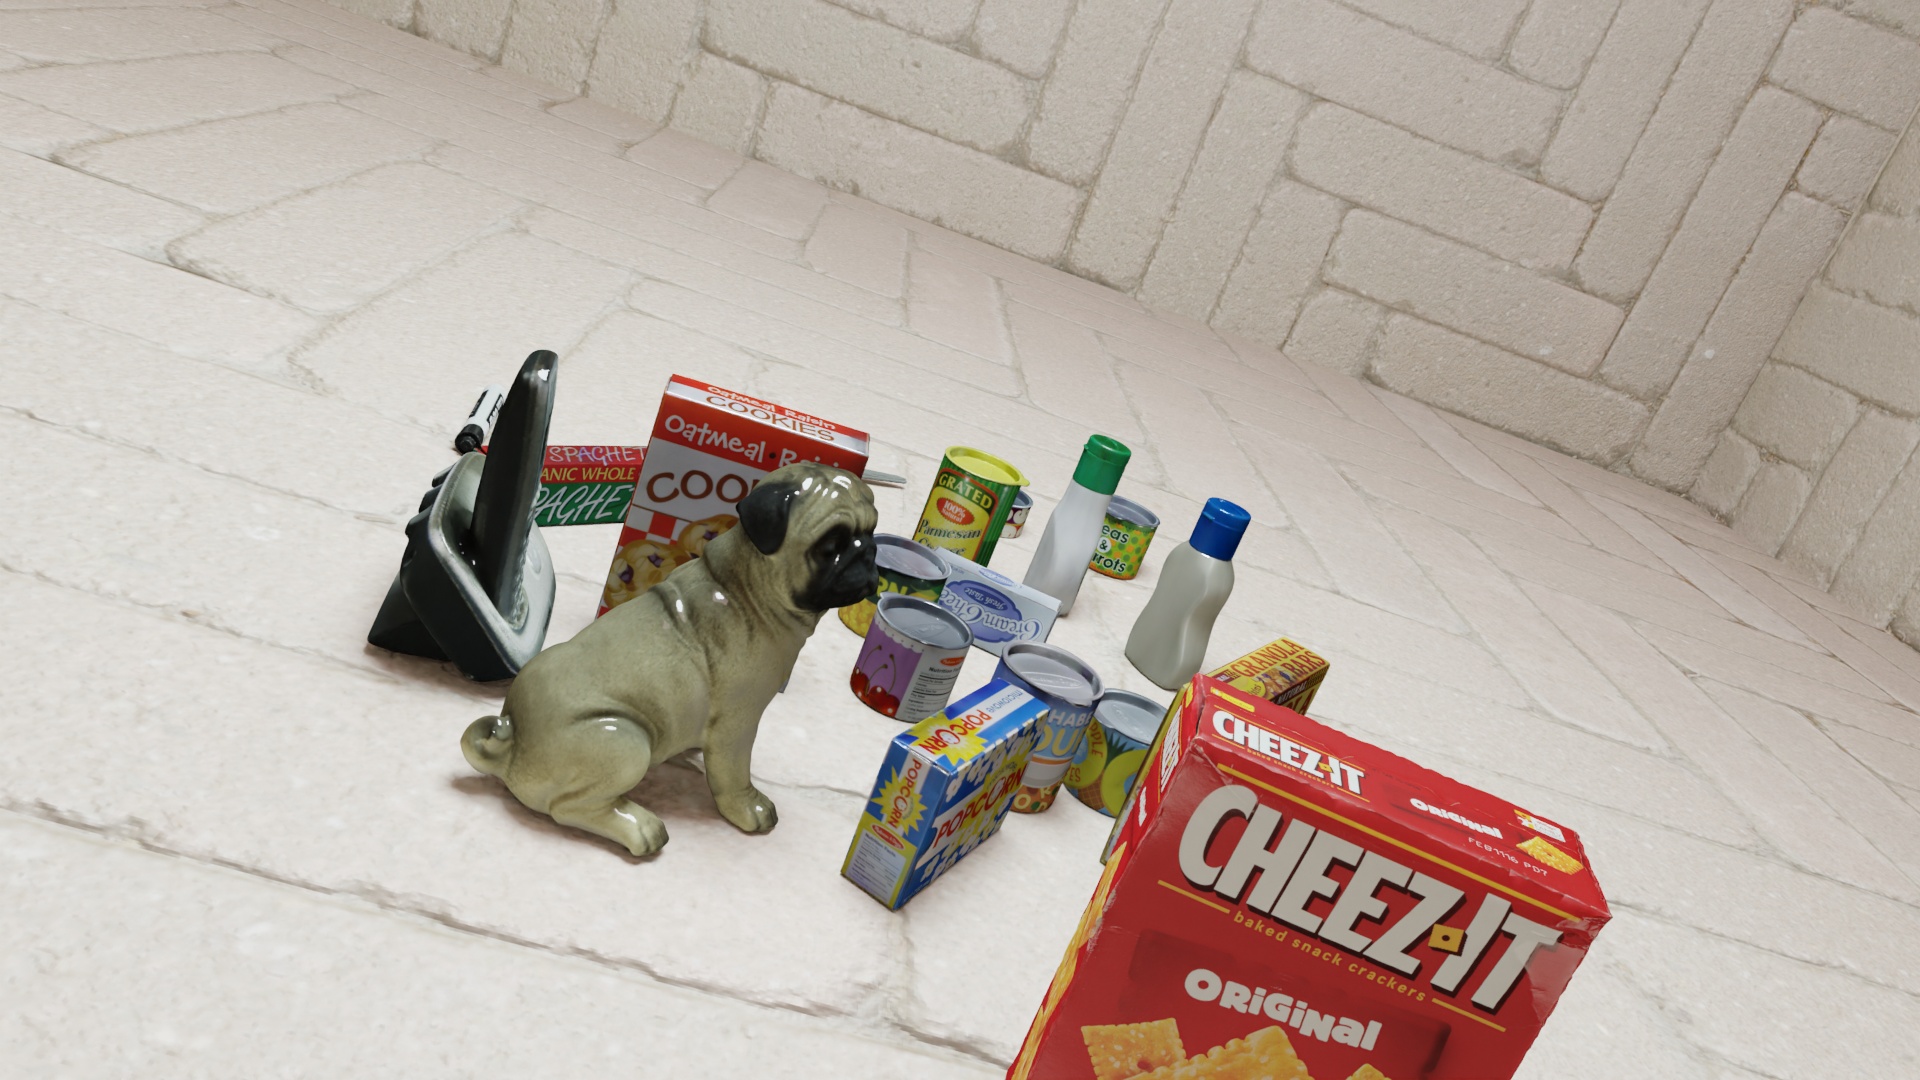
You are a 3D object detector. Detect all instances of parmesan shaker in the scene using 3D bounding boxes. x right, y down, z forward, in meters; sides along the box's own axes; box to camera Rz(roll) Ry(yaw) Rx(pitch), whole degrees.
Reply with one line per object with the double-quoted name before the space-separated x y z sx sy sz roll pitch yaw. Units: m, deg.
"parmesan shaker" 0.004 -0.014 1.101 0.071 0.102 0.071 19 20 -7

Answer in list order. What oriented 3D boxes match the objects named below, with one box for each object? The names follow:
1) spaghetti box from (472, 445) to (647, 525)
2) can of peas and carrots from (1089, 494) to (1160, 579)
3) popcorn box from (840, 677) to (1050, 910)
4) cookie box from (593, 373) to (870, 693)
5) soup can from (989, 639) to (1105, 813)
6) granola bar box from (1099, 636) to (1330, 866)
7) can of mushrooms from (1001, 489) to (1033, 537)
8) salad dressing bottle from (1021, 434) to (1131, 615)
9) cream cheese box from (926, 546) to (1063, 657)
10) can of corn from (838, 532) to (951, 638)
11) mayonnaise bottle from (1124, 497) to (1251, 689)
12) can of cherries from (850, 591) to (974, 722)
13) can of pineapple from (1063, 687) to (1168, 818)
"spaghetti box" -0.238 -0.041 1.003 0.029 0.050 0.251 35 24 33
"can of peas and carrots" 0.142 -0.004 1.279 0.071 0.058 0.071 19 20 -7
"popcorn box" -0.005 0.132 0.743 0.038 0.085 0.127 29 21 20
"cookie box" -0.139 -0.002 0.833 0.123 0.166 0.040 17 20 -13
"soup can" 0.042 0.114 0.839 0.071 0.083 0.071 19 20 -7
"granola bar box" 0.158 0.132 0.850 0.039 0.123 0.166 31 22 26
"can of mushrooms" 0.029 -0.031 1.274 0.071 0.033 0.071 19 20 -7
"salad dressing bottle" 0.094 -0.013 1.124 0.044 0.147 0.064 18 20 -11
"cream cheese box" 0.018 0.050 1.023 0.104 0.053 0.024 24 20 7
"can of corn" -0.049 0.036 0.985 0.071 0.058 0.071 19 20 -7
"mayonnaise bottle" 0.179 0.039 1.075 0.041 0.147 0.065 7 24 -36
"can of cherries" -0.033 0.075 0.900 0.071 0.058 0.072 19 20 -7
"can of pineapple" 0.102 0.135 0.882 0.071 0.057 0.071 19 20 -7
